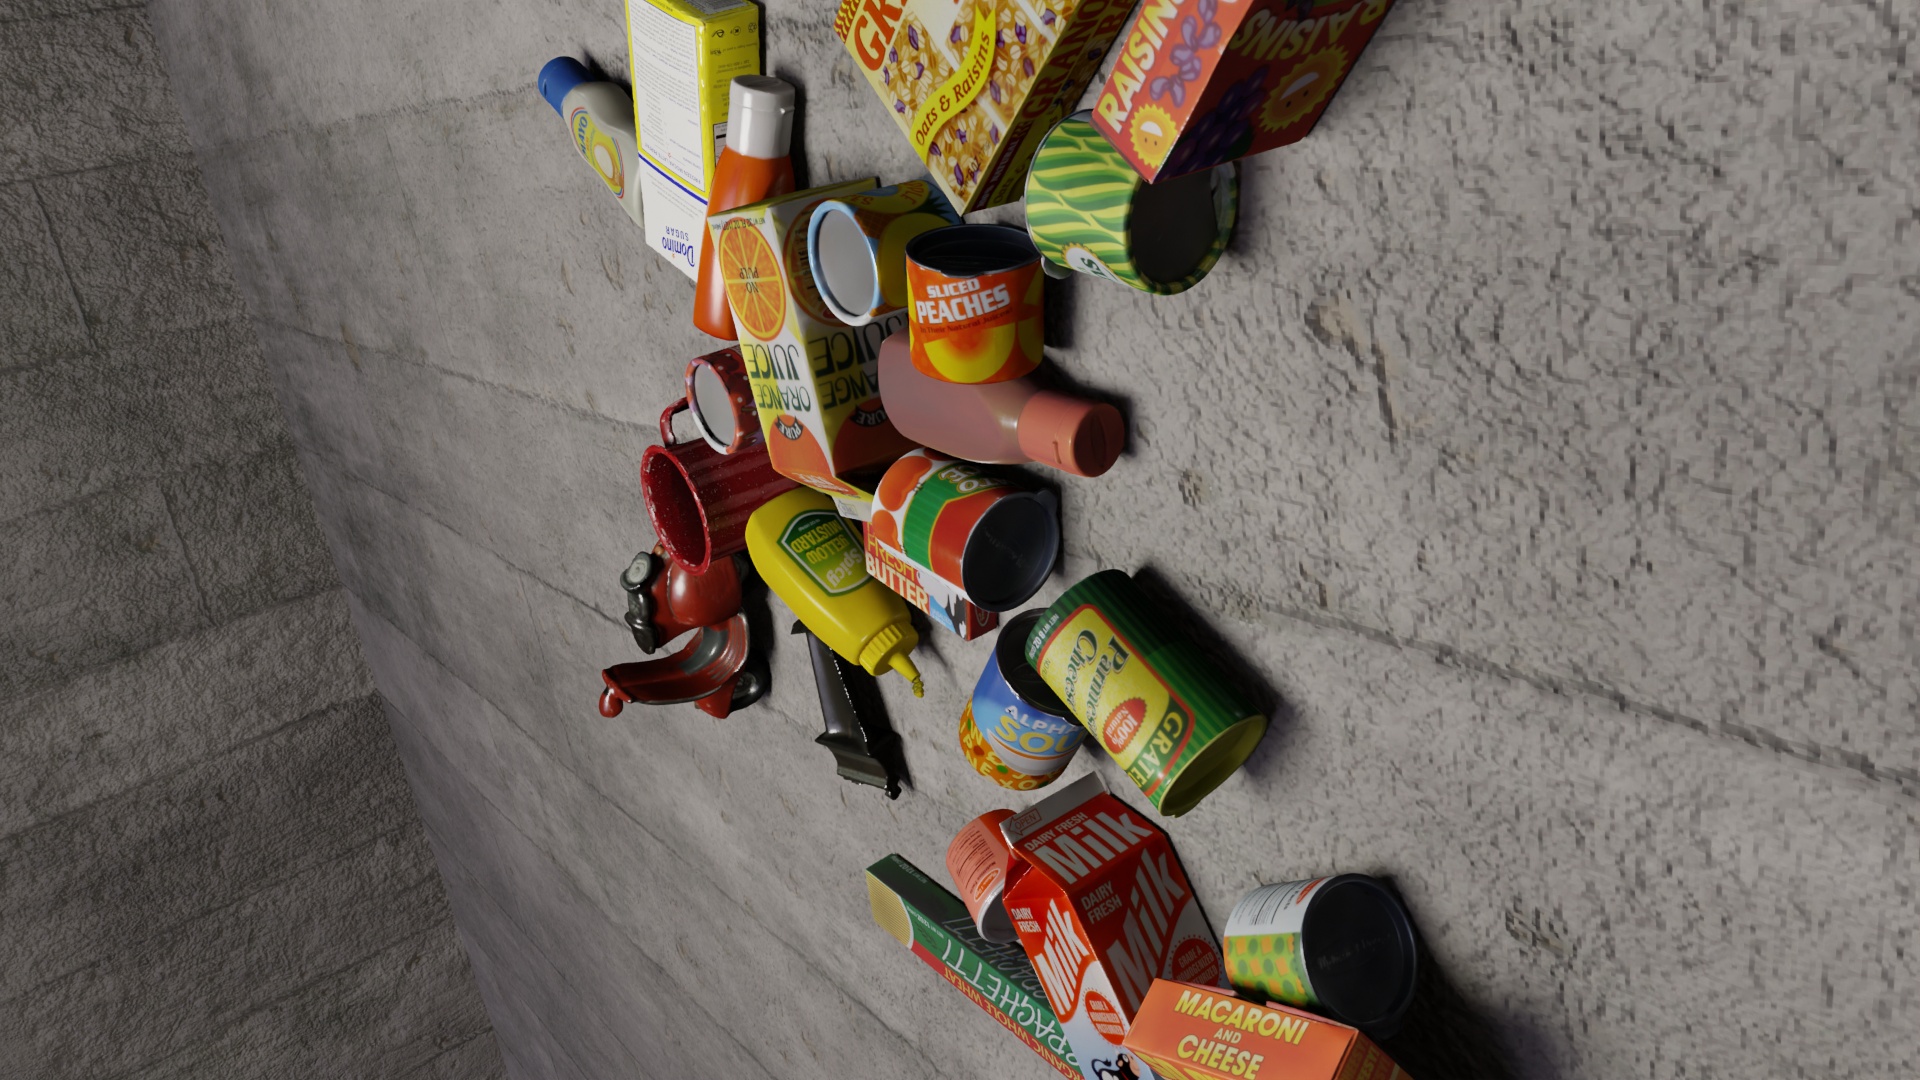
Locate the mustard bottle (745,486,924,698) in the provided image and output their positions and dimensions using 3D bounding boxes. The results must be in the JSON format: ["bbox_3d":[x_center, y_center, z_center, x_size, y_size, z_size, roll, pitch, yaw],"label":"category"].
[{"bbox_3d":[-0.071,0.037,0.882,0.160,0.065,0.048,47,149,19],"label":"mustard bottle"}]

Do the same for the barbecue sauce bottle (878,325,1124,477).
[{"bbox_3d":[0.018,-0.067,0.701,0.149,0.044,0.064,24,135,47],"label":"barbecue sauce bottle"}]

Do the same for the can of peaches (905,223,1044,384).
[{"bbox_3d":[0.007,-0.112,0.664,0.071,0.071,0.057,33,136,42],"label":"can of peaches"}]

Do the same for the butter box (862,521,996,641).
[{"bbox_3d":[-0.020,0.013,0.825,0.104,0.024,0.052,32,135,43],"label":"butter box"}]

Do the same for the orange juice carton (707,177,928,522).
[{"bbox_3d":[-0.073,-0.100,0.787,0.072,0.073,0.192,10,118,53],"label":"orange juice carton"}]

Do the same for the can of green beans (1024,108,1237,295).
[{"bbox_3d":[0.069,-0.137,0.561,0.058,0.071,0.071,29,132,44],"label":"can of green beans"}]

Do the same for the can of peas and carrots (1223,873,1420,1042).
[{"bbox_3d":[0.162,0.188,0.624,0.058,0.071,0.071,-34,81,58],"label":"can of peas and carrots"}]

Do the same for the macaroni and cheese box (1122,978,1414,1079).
[{"bbox_3d":[0.170,0.262,0.615,0.166,0.040,0.123,44,154,-20],"label":"macaroni and cheese box"}]

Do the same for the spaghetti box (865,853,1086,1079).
[{"bbox_3d":[0.018,0.287,0.934,0.250,0.029,0.050,23,128,49],"label":"spaghetti box"}]

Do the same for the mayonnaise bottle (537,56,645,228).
[{"bbox_3d":[-0.241,-0.279,0.954,0.148,0.041,0.064,48,145,27],"label":"mayonnaise bottle"}]

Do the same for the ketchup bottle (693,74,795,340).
[{"bbox_3d":[-0.123,-0.195,0.818,0.043,0.065,0.148,24,122,20],"label":"ketchup bottle"}]

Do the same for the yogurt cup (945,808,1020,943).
[{"bbox_3d":[0.027,0.199,0.836,0.054,0.072,0.072,47,144,42],"label":"yogurt cup"}]

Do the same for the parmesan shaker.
[{"bbox_3d":[0.086,0.073,0.665,0.103,0.071,0.071,47,143,28],"label":"parmesan shaker"}]

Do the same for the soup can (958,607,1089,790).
[{"bbox_3d":[0.041,0.088,0.740,0.071,0.071,0.083,51,145,23],"label":"soup can"}]

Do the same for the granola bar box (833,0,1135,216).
[{"bbox_3d":[0.012,-0.244,0.604,0.124,0.039,0.164,58,147,14],"label":"granola bar box"}]

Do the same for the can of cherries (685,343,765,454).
[{"bbox_3d":[-0.137,-0.097,0.897,0.071,0.058,0.071,34,136,41],"label":"can of cherries"}]

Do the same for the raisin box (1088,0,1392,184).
[{"bbox_3d":[0.105,-0.183,0.460,0.040,0.086,0.122,53,145,18],"label":"raisin box"}]

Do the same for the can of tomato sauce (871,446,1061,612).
[{"bbox_3d":[0.003,-0.009,0.740,0.083,0.071,0.071,28,131,46],"label":"can of tomato sauce"}]

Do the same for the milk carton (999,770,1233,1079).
[{"bbox_3d":[0.088,0.225,0.751,0.073,0.072,0.190,-30,84,58],"label":"milk carton"}]

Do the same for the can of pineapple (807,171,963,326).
[{"bbox_3d":[-0.038,-0.151,0.718,0.071,0.058,0.070,33,135,42],"label":"can of pineapple"}]
